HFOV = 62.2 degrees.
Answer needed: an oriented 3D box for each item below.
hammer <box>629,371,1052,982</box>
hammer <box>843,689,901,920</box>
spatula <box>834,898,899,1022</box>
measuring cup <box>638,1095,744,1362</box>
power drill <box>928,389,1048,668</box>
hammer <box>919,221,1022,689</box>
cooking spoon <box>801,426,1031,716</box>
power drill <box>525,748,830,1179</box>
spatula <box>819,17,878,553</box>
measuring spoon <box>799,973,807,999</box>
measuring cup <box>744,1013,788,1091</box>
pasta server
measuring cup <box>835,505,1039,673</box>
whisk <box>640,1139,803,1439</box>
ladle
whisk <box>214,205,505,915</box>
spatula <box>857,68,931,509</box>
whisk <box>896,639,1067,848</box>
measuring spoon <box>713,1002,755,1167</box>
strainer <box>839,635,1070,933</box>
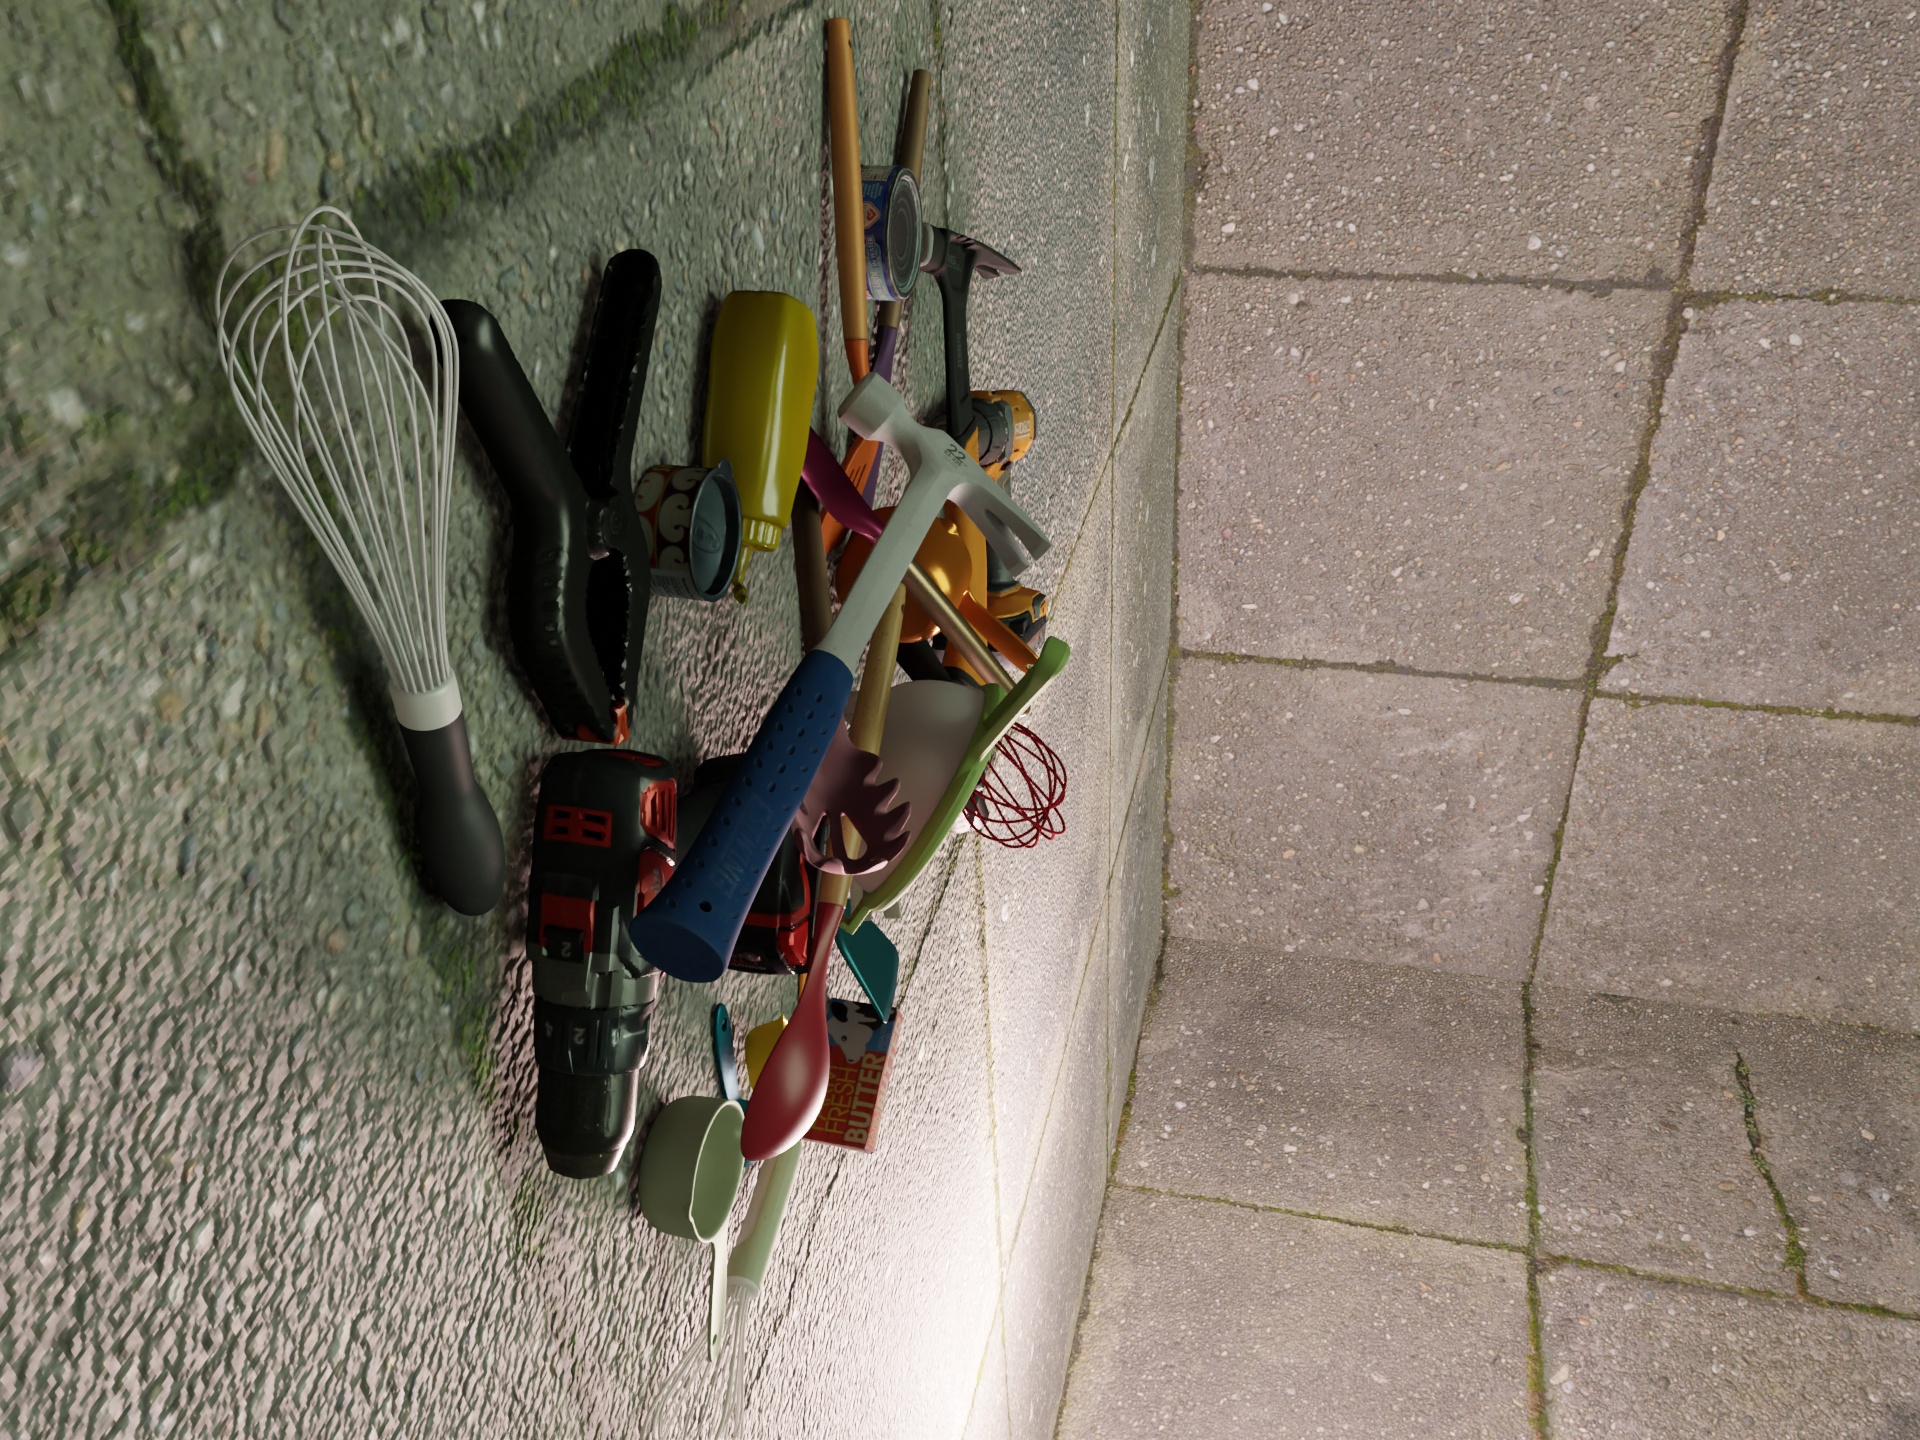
[{"bbox_3d":[-0.055,-0.029,0.785,0.035,0.144,0.406,-40,-162,39],"label":"hammer"},{"bbox_3d":[-0.033,0.072,1.198,0.410,0.038,0.146,38,50,-81],"label":"hammer"},{"bbox_3d":[-0.076,0.059,1.082,0.082,0.044,0.317,-79,168,-61],"label":"spatula"},{"bbox_3d":[-0.150,0.285,0.882,0.083,0.038,0.167,-52,148,-66],"label":"measuring cup"},{"bbox_3d":[0.018,-0.159,1.318,0.185,0.084,0.226,-39,130,-69],"label":"power drill"},{"bbox_3d":[0.004,-0.187,1.176,0.127,0.034,0.337,-4,93,-58],"label":"hammer"},{"bbox_3d":[-0.033,-0.095,0.990,0.318,0.017,0.069,49,18,-43],"label":"cooking spoon"},{"bbox_3d":[-0.137,0.104,0.775,0.226,0.080,0.188,-6,102,-74],"label":"power drill"},{"bbox_3d":[-0.076,-0.262,0.990,0.081,0.041,0.322,-49,139,-69],"label":"spatula"},{"bbox_3d":[-0.103,0.202,1.098,0.021,0.011,0.117,-43,138,-71],"label":"measuring spoon"},{"bbox_3d":[-0.116,0.214,1.011,0.156,0.029,0.062,134,-59,-85],"label":"measuring cup"},{"bbox_3d":[-0.074,-0.044,0.854,0.040,0.060,0.317,111,-24,-48],"label":"pasta server"},{"bbox_3d":[-0.010,-0.068,1.080,0.173,0.095,0.052,40,44,-17],"label":"measuring cup"},{"bbox_3d":[-0.136,0.351,0.963,0.057,0.059,0.247,-42,-161,35],"label":"whisk"},{"bbox_3d":[-0.063,0.072,0.832,0.069,0.031,0.316,58,40,-66],"label":"ladle"},{"bbox_3d":[-0.187,-0.035,0.540,0.070,0.070,0.284,-69,166,-48],"label":"whisk"},{"bbox_3d":[-0.048,-0.296,1.099,0.059,0.018,0.316,24,73,-77],"label":"spatula"},{"bbox_3d":[-0.002,-0.003,1.071,0.296,0.073,0.073,-126,-151,-54],"label":"whisk"},{"bbox_3d":[-0.131,0.221,0.962,0.042,0.021,0.128,-65,157,-54],"label":"measuring spoon"},{"bbox_3d":[-0.020,0.008,0.877,0.256,0.069,0.152,-49,-166,56],"label":"strainer"}]
